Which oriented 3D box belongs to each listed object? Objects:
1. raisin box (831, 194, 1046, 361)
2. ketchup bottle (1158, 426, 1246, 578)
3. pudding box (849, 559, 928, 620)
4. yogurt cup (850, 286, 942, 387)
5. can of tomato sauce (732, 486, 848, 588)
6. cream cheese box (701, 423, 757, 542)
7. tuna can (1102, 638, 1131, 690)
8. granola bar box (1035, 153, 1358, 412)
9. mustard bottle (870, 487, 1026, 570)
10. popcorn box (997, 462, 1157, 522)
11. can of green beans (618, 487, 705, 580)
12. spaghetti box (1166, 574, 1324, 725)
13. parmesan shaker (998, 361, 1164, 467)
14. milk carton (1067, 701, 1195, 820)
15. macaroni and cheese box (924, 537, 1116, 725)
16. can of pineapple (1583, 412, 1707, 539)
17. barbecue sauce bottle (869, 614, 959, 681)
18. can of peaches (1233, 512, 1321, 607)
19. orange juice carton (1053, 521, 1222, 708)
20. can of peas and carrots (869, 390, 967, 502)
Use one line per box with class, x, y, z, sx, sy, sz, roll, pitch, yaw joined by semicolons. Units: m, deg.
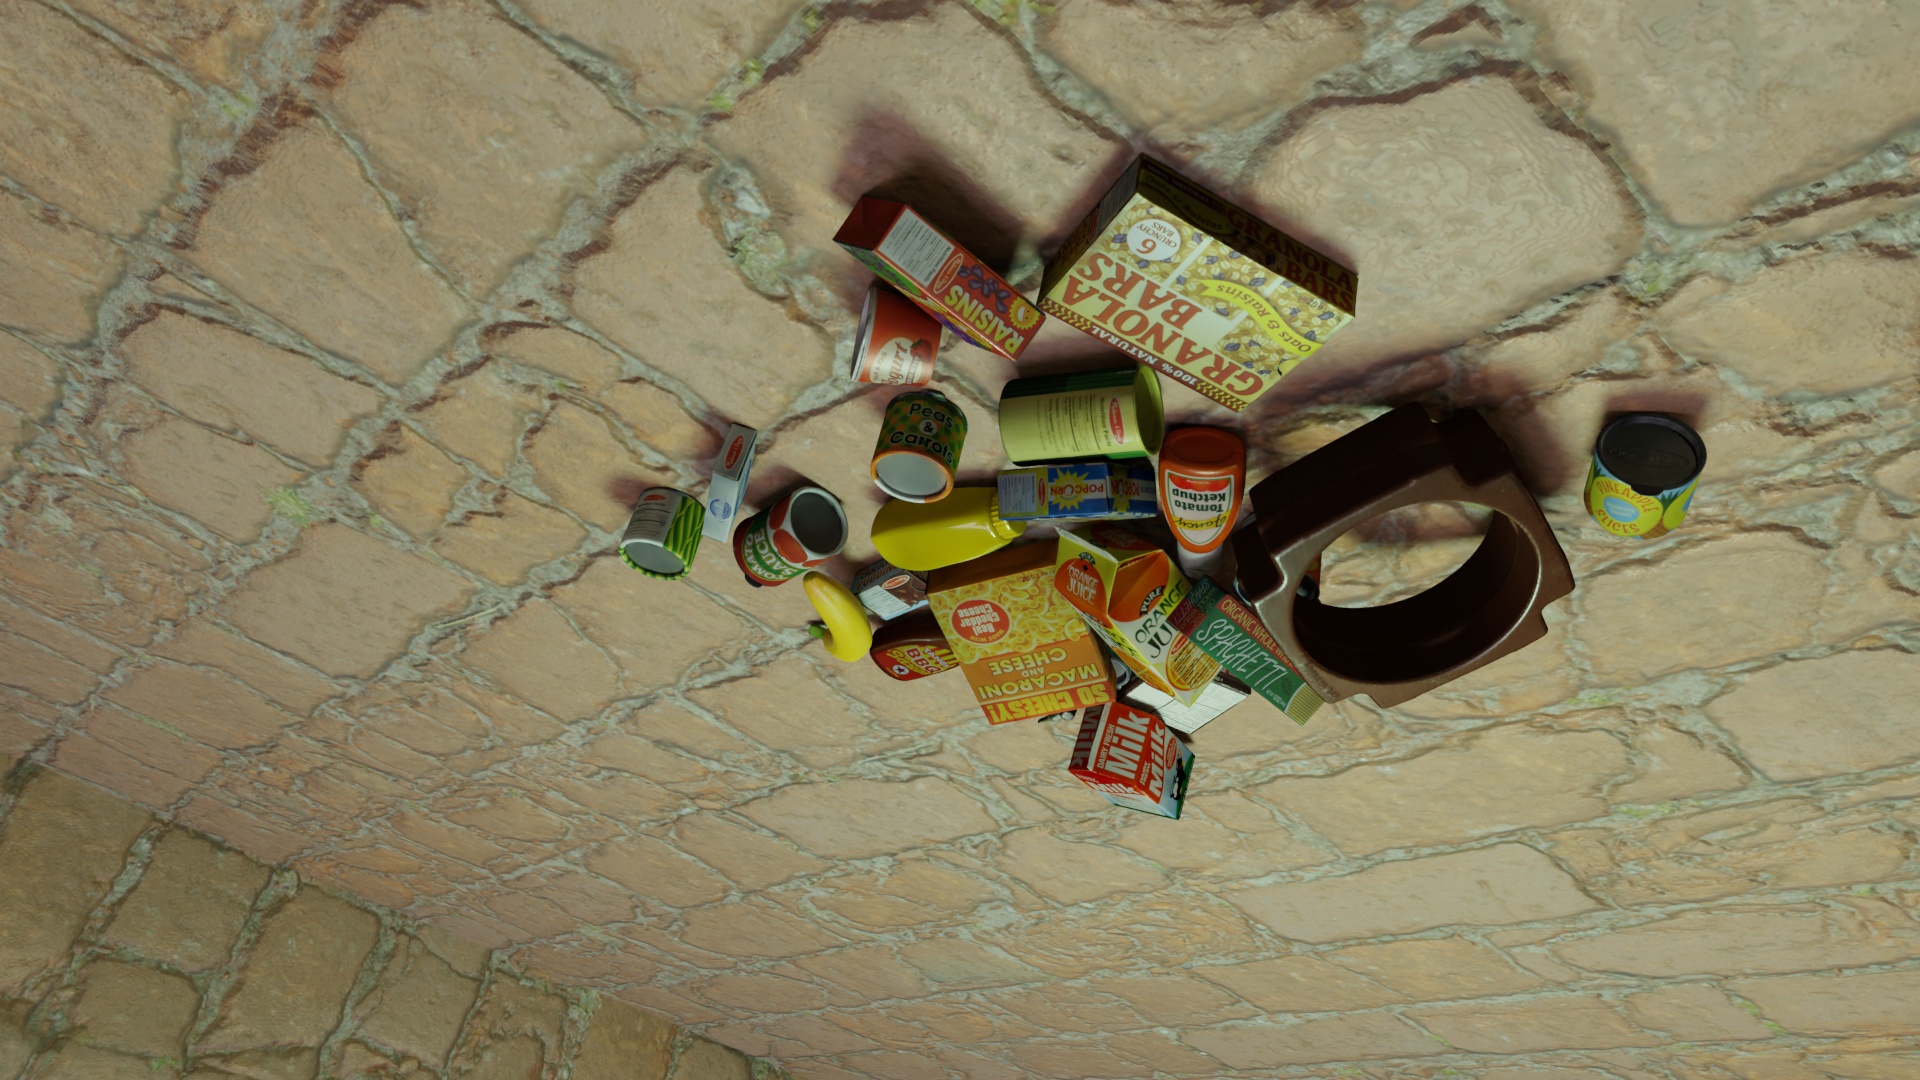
raisin box;-0.013;-0.170;0.898;0.123;0.040;0.086;35;180;-28
ketchup bottle;0.186;-0.026;1.070;0.065;0.044;0.148;6;146;13
pudding box;-0.056;0.040;1.267;0.049;0.030;0.083;36;141;-27
yogurt cup;-0.044;-0.139;0.971;0.054;0.073;0.072;11;147;-10
can of tomato sauce;-0.148;-0.002;1.201;0.071;0.071;0.083;35;141;-28
cream cheese box;-0.194;-0.047;1.168;0.024;0.053;0.103;19;146;-4
tuna can;0.130;0.110;1.298;0.071;0.033;0.070;10;146;7
granola bar box;0.150;-0.159;0.892;0.165;0.039;0.123;25;145;-16
mustard bottle;0.004;-0.014;1.148;0.160;0.049;0.065;-11;140;31
popcorn box;0.090;-0.034;1.041;0.085;0.038;0.127;-2;179;24
can of green beans;-0.267;-0.005;1.251;0.071;0.058;0.071;10;146;7
spaghetti box;0.250;0.097;1.172;0.050;0.029;0.249;-50;138;5
parmesan shaker;0.086;-0.092;0.993;0.103;0.071;0.071;-4;143;26
milk carton;0.163;0.212;1.355;0.073;0.072;0.190;8;162;29
macaroni and cheese box;0.057;0.083;1.228;0.123;0.040;0.165;-13;126;17
can of pineapple;0.454;-0.041;0.927;0.071;0.071;0.057;3;145;16
barbecue sauce bottle;-0.014;0.096;1.320;0.148;0.044;0.064;-18;134;38
can of peaches;0.253;0.017;1.095;0.071;0.058;0.071;9;145;6
orange juice carton;0.146;0.052;1.148;0.072;0.073;0.192;31;168;50
can of peas and carrots;-0.031;-0.072;1.067;0.071;0.059;0.070;9;146;6
